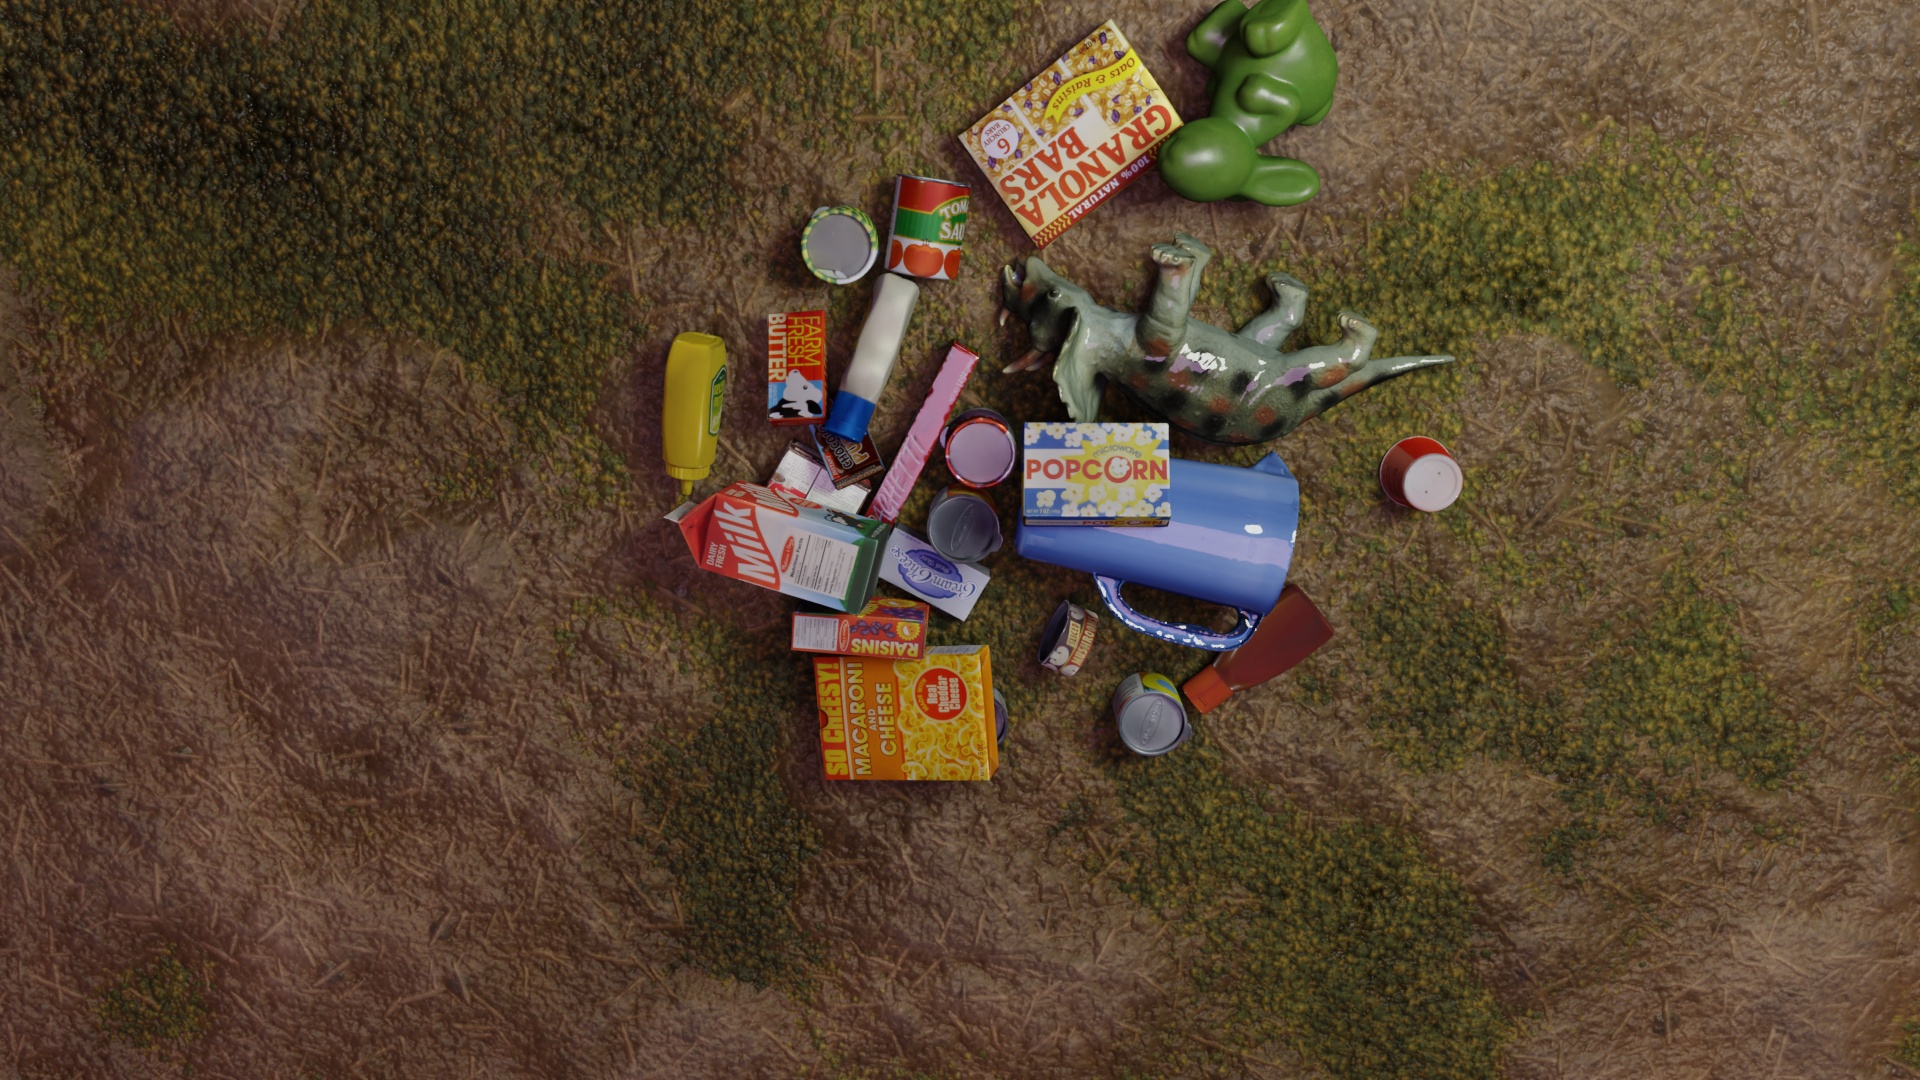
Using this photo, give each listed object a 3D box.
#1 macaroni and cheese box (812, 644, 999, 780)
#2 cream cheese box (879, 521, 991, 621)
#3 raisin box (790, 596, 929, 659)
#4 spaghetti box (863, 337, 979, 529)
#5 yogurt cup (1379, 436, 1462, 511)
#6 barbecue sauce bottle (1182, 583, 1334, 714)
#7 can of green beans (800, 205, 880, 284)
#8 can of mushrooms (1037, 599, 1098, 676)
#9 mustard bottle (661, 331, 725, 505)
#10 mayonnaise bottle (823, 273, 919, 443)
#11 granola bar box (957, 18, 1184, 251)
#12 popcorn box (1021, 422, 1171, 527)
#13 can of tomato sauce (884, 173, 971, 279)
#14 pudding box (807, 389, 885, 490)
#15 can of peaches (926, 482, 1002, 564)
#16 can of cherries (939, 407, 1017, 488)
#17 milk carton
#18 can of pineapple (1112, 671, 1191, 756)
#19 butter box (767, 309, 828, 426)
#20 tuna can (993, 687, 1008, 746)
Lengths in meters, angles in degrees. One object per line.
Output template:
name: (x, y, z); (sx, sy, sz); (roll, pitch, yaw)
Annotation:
macaroni and cheese box: (-0.053, 0.164, 1.323); (0.166, 0.040, 0.123); (-3, 97, 15)
cream cheese box: (-0.028, 0.030, 1.323); (0.104, 0.024, 0.053); (27, 105, -6)
raisin box: (-0.093, 0.078, 1.304); (0.123, 0.086, 0.040); (5, 100, -1)
spaghetti box: (-0.051, -0.069, 1.284); (0.029, 0.050, 0.249); (26, 104, -5)
yogurt cup: (0.428, -0.059, 1.282); (0.072, 0.054, 0.072); (0, 104, 1)
barbecue sauce bottle: (0.281, 0.109, 1.332); (0.148, 0.044, 0.065); (-39, 101, 10)
can of green beans: (-0.106, -0.262, 1.229); (0.071, 0.058, 0.071); (0, 105, 0)
can of mushrooms: (0.102, 0.092, 1.315); (0.033, 0.071, 0.071); (25, 104, -8)
mustard bottle: (-0.245, -0.108, 1.270); (0.049, 0.065, 0.159); (10, 110, 3)
mayonnaise bottle: (-0.080, -0.161, 1.234); (0.041, 0.064, 0.148); (21, 85, -8)
granola bar box: (0.099, -0.352, 1.214); (0.165, 0.039, 0.124); (-36, 102, 9)
popcorn box: (0.115, -0.056, 1.188); (0.127, 0.038, 0.085); (0, 75, 1)
can of tomato sauce: (-0.027, -0.275, 1.220); (0.071, 0.071, 0.082); (9, 105, -2)
pudding box: (-0.107, -0.093, 1.265); (0.050, 0.030, 0.084); (-23, 68, -1)
can of peaches: (0.005, -0.016, 1.293); (0.071, 0.058, 0.071); (0, 105, 0)
can of cherries: (0.016, -0.085, 1.275); (0.071, 0.058, 0.071); (0, 105, 0)
milk carton: (-0.166, -0.001, 1.248); (0.191, 0.072, 0.073); (16, 103, 3)
can of pineapple: (0.183, 0.167, 1.340); (0.071, 0.058, 0.070); (0, 105, 0)
butter box: (-0.147, -0.156, 1.253); (0.053, 0.024, 0.103); (-2, 79, 3)
tuna can: (0.011, 0.173, 1.355); (0.071, 0.033, 0.071); (0, 105, 0)
